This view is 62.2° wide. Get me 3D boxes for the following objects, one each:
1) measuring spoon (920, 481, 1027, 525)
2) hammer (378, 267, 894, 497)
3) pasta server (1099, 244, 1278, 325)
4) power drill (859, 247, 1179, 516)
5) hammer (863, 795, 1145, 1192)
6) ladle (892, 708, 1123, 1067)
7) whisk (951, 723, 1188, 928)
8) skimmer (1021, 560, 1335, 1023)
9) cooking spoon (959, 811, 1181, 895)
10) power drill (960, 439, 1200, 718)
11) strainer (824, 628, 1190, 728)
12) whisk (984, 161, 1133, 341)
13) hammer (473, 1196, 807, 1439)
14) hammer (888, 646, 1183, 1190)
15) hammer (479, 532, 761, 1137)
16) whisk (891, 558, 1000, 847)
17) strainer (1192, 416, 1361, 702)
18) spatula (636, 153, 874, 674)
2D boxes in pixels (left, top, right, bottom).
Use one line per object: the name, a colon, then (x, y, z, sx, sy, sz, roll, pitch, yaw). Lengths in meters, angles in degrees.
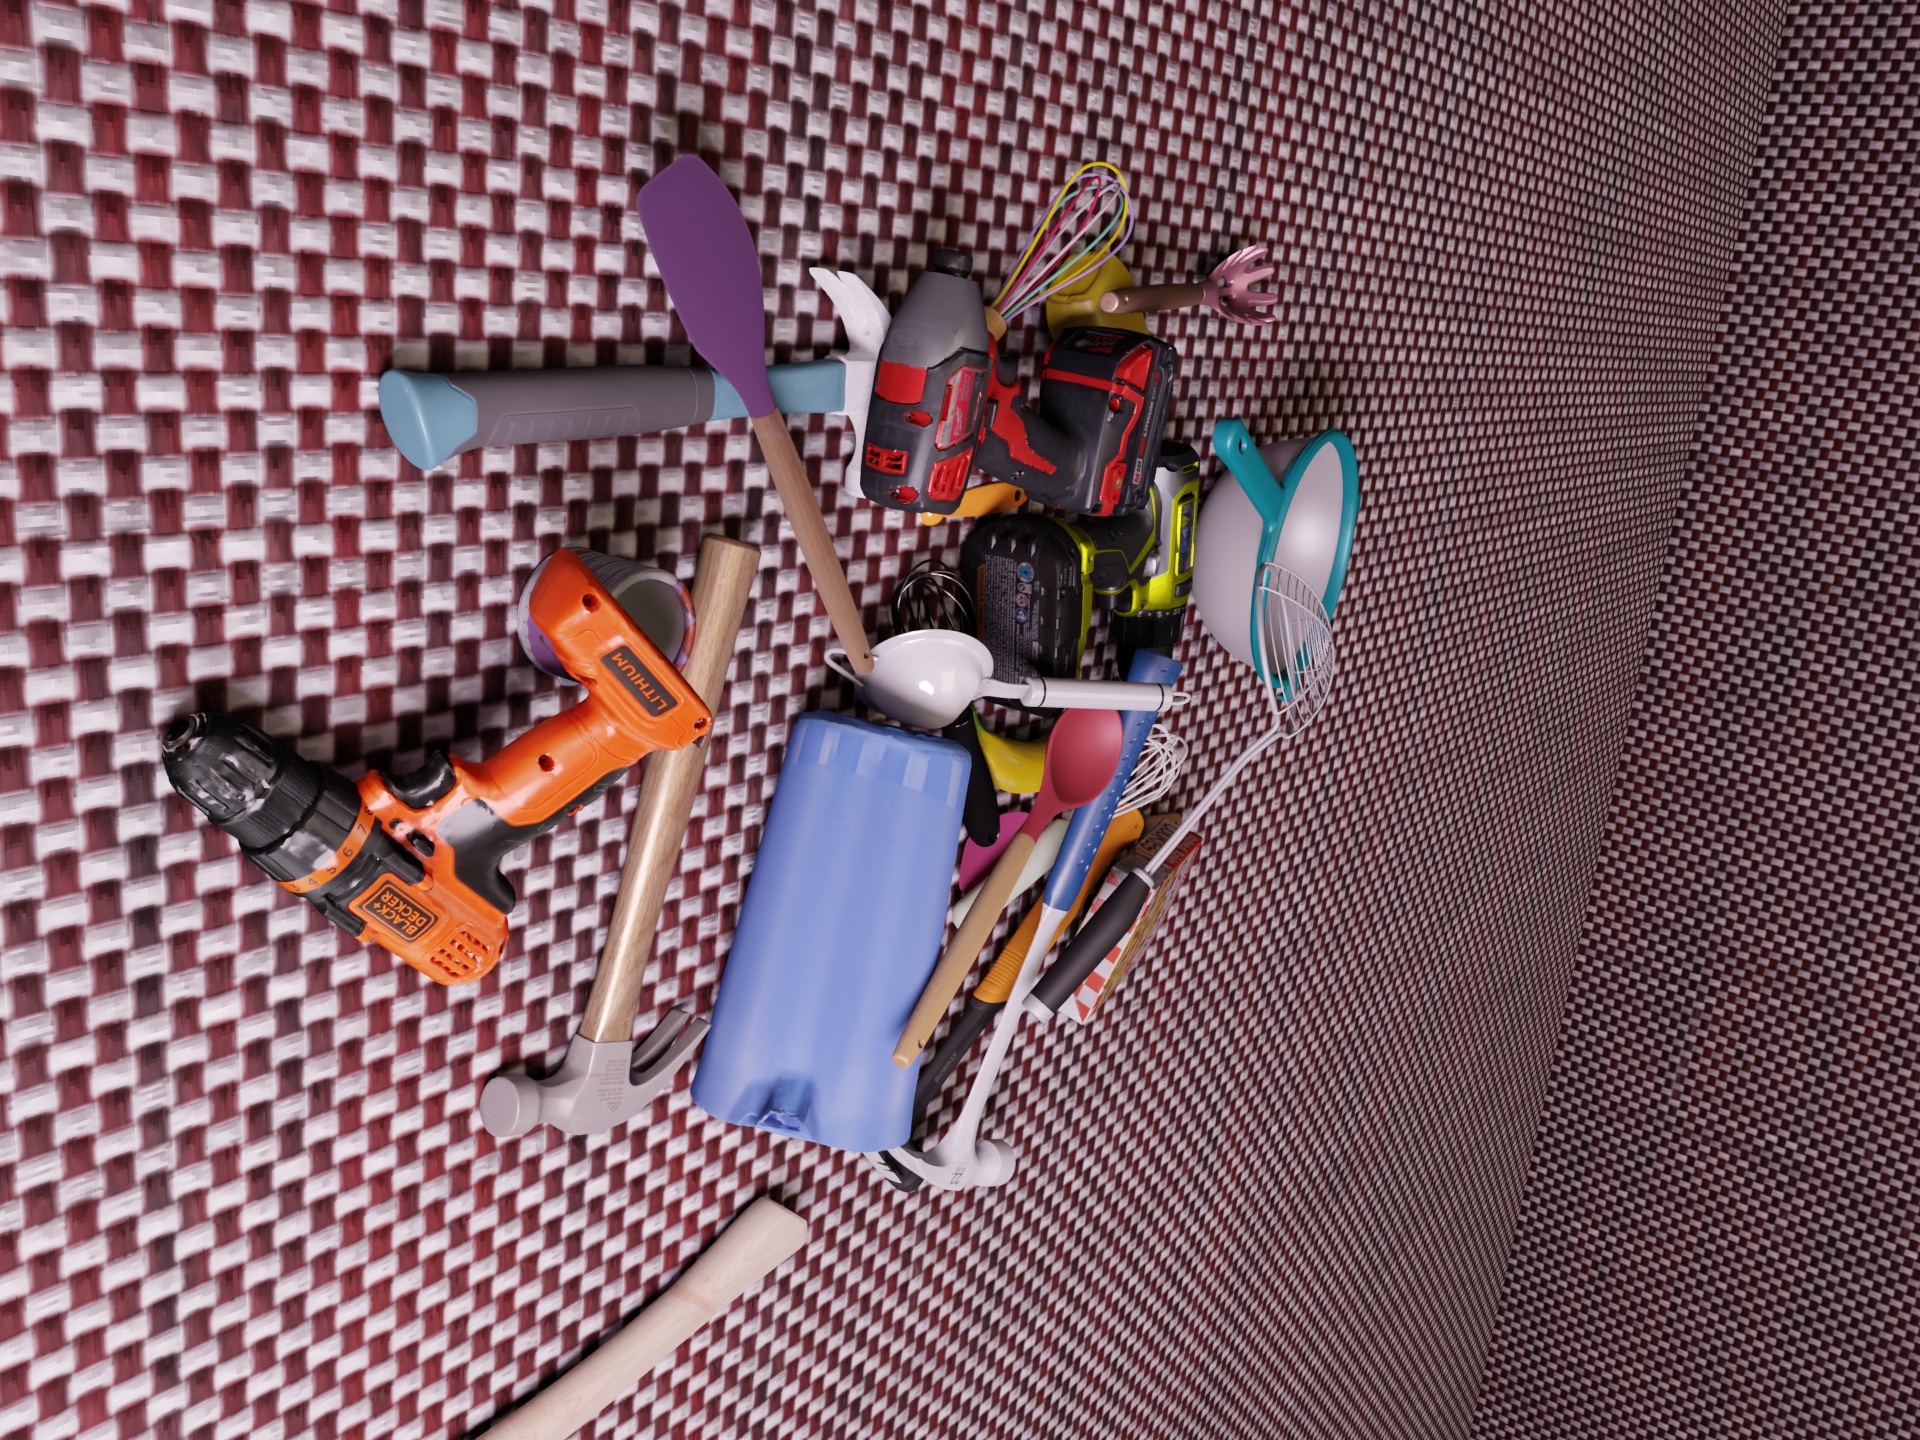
measuring spoon: (0.013, -0.143, 1.042, 0.117, 0.011, 0.021, -19, 119, -50)
hammer: (-0.140, -0.161, 0.799, 0.331, 0.033, 0.128, -19, 120, -50)
pasta server: (0.164, -0.300, 1.116, 0.316, 0.040, 0.060, -32, 115, -60)
power drill: (0.034, -0.191, 0.939, 0.219, 0.079, 0.143, -5, 110, -51)
hammer: (0.033, 0.181, 1.170, 0.337, 0.034, 0.127, -51, 143, -23)
ladle: (0.031, 0.093, 0.980, 0.315, 0.031, 0.069, -56, 129, -43)
whisk: (0.082, 0.078, 1.176, 0.246, 0.059, 0.057, -37, 123, -29)
skimmer: (0.146, 0.049, 1.123, 0.363, 0.090, 0.127, -50, 146, -7)
cooking spoon: (0.093, 0.094, 1.253, 0.318, 0.017, 0.068, -4, 107, -53)
power drill: (0.096, -0.086, 1.130, 0.228, 0.080, 0.190, -29, 127, -49)
strainer: (0.039, -0.018, 0.998, 0.258, 0.050, 0.086, 2, 143, -28)
whisk: (0.030, -0.266, 0.989, 0.245, 0.051, 0.047, -50, 156, -21)
hammer: (-0.236, 0.405, 0.906, 0.410, 0.038, 0.146, -26, 126, -47)
hammer: (0.061, 0.141, 1.117, 0.144, 0.035, 0.405, 21, 92, -55)
hammer: (-0.163, 0.062, 0.865, 0.130, 0.031, 0.331, 12, 94, -56)
whisk: (-0.002, -0.004, 1.050, 0.055, 0.055, 0.238, -46, 139, -34)
strainer: (0.218, -0.156, 1.238, 0.340, 0.095, 0.211, 35, 74, -60)
spatula: (-0.093, -0.142, 0.829, 0.060, 0.018, 0.315, -49, 140, -30)
